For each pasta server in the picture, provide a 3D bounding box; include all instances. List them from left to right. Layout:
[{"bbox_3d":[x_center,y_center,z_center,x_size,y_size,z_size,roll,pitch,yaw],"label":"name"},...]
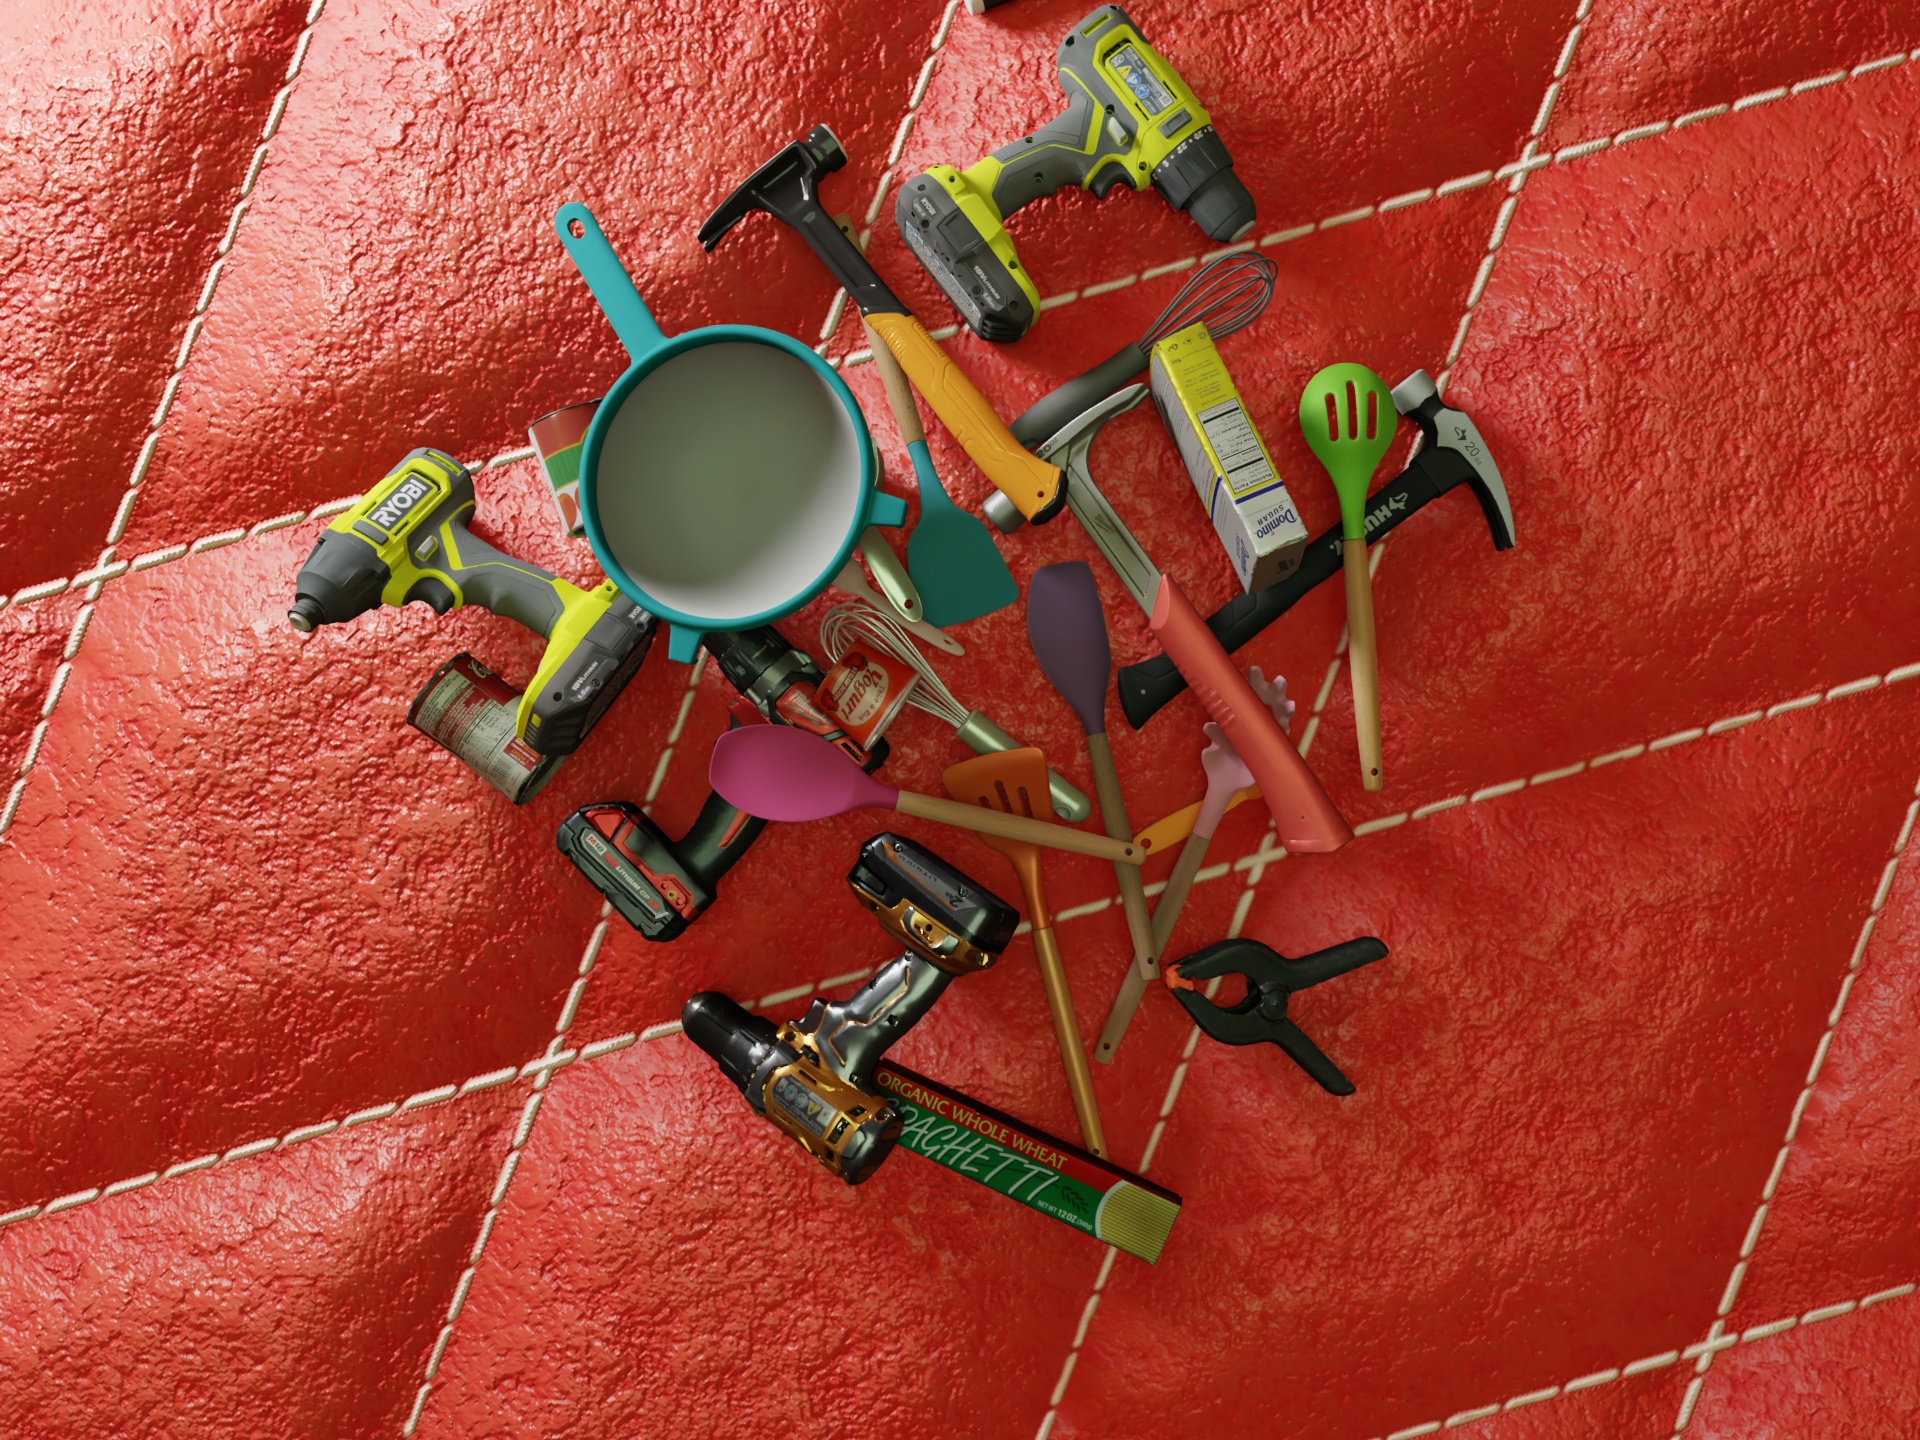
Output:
[{"bbox_3d":[0.165,0.110,1.173,0.060,0.040,0.316,25,94,16],"label":"pasta server"}]

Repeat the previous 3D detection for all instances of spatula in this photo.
[{"bbox_3d":[-0.042,-0.228,1.190,0.082,0.044,0.317,-18,85,2],"label":"spatula"},{"bbox_3d":[0.064,0.179,1.178,0.081,0.041,0.322,-14,91,13],"label":"spatula"},{"bbox_3d":[0.104,0.036,1.177,0.059,0.018,0.316,-12,83,-10],"label":"spatula"}]

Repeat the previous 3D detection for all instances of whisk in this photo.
[{"bbox_3d":[-0.002,-0.004,1.178,0.246,0.057,0.059,38,57,-4],"label":"whisk"},{"bbox_3d":[0.132,-0.271,1.178,0.239,0.055,0.055,-34,90,3],"label":"whisk"}]

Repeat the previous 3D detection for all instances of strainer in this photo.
[{"bbox_3d":[-0.186,-0.217,1.132,0.211,0.095,0.340,-33,80,8],"label":"strainer"}]

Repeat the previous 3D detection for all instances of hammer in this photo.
[{"bbox_3d":[-0.045,-0.271,1.154,0.127,0.034,0.337,-39,83,-1],"label":"hammer"},{"bbox_3d":[0.171,-0.062,1.138,0.149,0.036,0.359,-37,79,15],"label":"hammer"},{"bbox_3d":[0.255,-0.103,1.183,0.335,0.035,0.146,-37,89,0],"label":"hammer"}]

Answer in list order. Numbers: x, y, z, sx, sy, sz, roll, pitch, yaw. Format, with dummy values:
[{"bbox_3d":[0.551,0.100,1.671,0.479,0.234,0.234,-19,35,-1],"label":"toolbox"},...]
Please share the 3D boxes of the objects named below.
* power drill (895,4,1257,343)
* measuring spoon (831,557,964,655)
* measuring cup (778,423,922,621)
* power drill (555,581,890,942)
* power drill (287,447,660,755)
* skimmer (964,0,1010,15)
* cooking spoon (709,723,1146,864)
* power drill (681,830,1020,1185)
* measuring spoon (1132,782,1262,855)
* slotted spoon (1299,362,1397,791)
[{"bbox_3d":[0.086,-0.382,1.164,0.228,0.080,0.190,-38,90,-3],"label":"power drill"},{"bbox_3d":[-0.047,-0.087,1.176,0.124,0.034,0.018,33,121,6],"label":"measuring spoon"},{"bbox_3d":[-0.070,-0.144,1.173,0.083,0.038,0.167,-31,86,10],"label":"measuring cup"},{"bbox_3d":[-0.189,0.029,1.163,0.226,0.080,0.188,-43,91,-3],"label":"power drill"},{"bbox_3d":[-0.344,-0.079,1.130,0.223,0.080,0.171,32,52,-2],"label":"power drill"},{"bbox_3d":[0.162,-0.627,1.157,0.363,0.090,0.127,-24,58,2],"label":"skimmer"},{"bbox_3d":[-0.020,0.063,1.134,0.319,0.017,0.069,13,74,-7],"label":"cooking spoon"},{"bbox_3d":[-0.085,0.191,1.152,0.185,0.084,0.226,32,90,21],"label":"power drill"},{"bbox_3d":[0.178,0.072,1.193,0.117,0.011,0.021,-28,90,0],"label":"measuring spoon"},{"bbox_3d":[0.290,-0.105,1.153,0.070,0.031,0.314,-4,90,3],"label":"slotted spoon"}]
